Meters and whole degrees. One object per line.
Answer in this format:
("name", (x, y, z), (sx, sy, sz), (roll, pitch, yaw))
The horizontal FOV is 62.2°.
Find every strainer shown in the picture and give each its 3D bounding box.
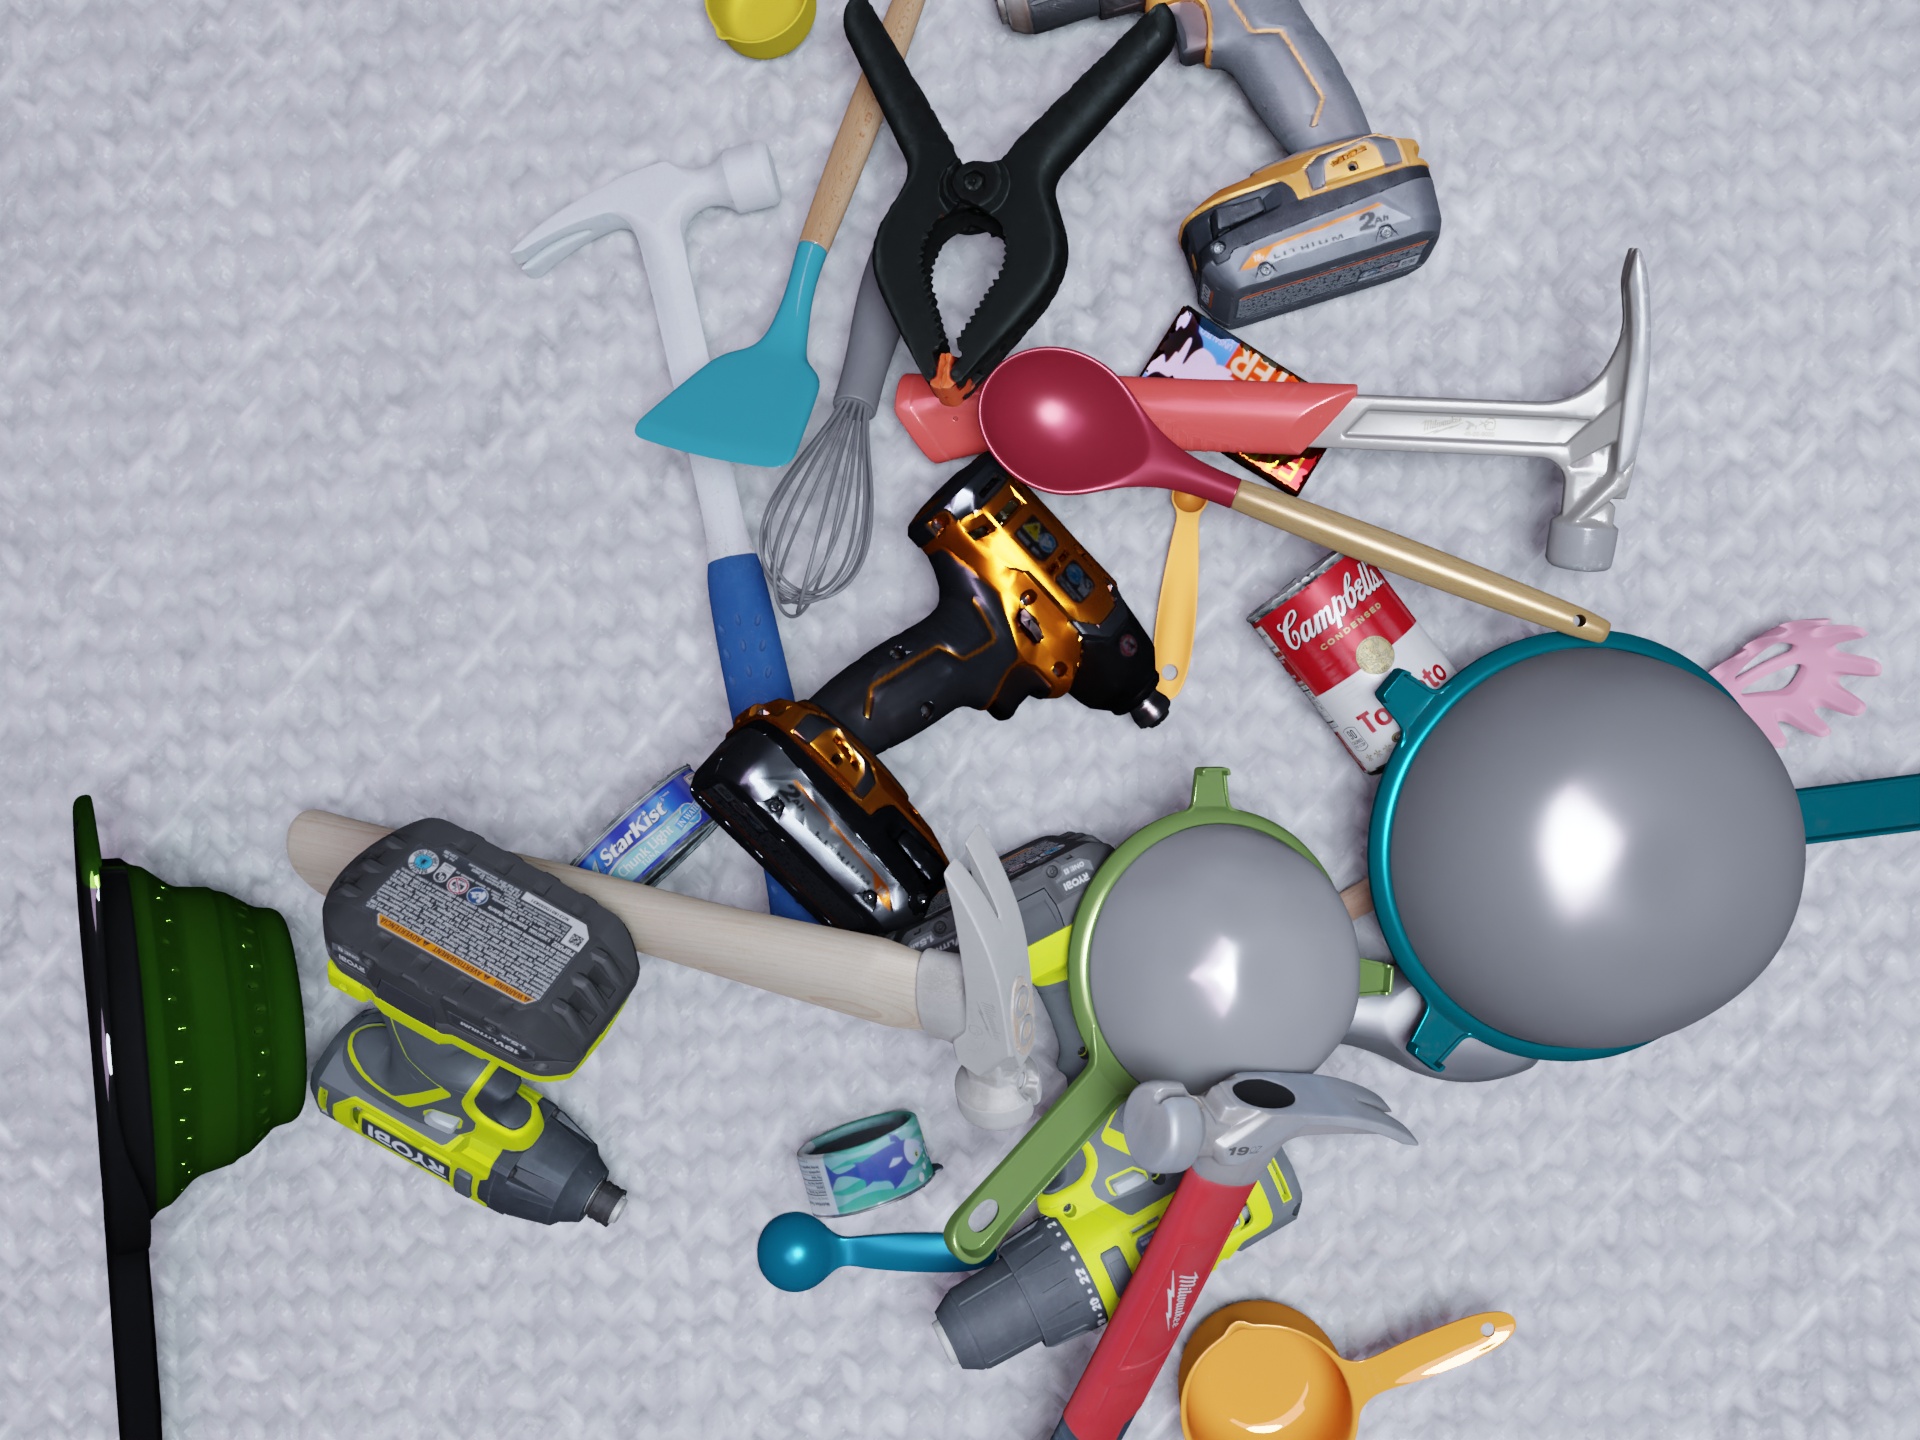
("strainer", (0.367, 0.057, 0.736), (0.340, 0.095, 0.211), (-7, 95, -5))
("strainer", (0.093, 0.151, 0.720), (0.256, 0.069, 0.151), (-44, 101, -16))

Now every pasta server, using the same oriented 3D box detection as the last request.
("pasta server", (0.309, 0.037, 0.808), (0.316, 0.040, 0.060), (-29, 105, 4))

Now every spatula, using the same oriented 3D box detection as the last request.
("spatula", (-0.067, -0.265, 0.797), (0.082, 0.044, 0.317), (15, 77, 16))

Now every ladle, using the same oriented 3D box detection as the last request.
("ladle", (0.157, -0.101, 0.760), (0.315, 0.031, 0.069), (22, 96, 7))

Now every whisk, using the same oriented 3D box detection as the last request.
("whisk", (-0.055, -0.159, 0.796), (0.055, 0.055, 0.239), (12, 69, 3))

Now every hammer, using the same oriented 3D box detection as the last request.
("hammer", (0.144, -0.159, 0.784), (0.359, 0.037, 0.149), (5, 107, 13))
("hammer", (0.082, 0.328, 0.764), (0.143, 0.038, 0.386), (8, 116, -28))
("hammer", (-0.125, -0.091, 0.816), (0.144, 0.035, 0.405), (-14, 83, 4))
("hammer", (-0.159, 0.083, 0.740), (0.411, 0.038, 0.146), (9, 128, 24))

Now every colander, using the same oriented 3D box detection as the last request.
("colander", (-0.392, 0.233, 0.823), (0.094, 0.205, 0.397), (-5, 108, -30))

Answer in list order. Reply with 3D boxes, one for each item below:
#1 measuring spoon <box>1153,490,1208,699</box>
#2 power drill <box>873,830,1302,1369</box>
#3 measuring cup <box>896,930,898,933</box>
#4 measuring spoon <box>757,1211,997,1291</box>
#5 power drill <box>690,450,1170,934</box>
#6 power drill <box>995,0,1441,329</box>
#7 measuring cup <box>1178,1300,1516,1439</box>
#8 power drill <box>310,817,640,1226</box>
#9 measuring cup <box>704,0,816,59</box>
("measuring spoon", (0.115, -0.069, 0.835), (0.021, 0.011, 0.117), (6, 94, 2))
("power drill", (0.042, 0.189, 0.783), (0.190, 0.080, 0.228), (-25, 94, -12))
("measuring cup", (-0.016, 0.099, 0.826), (0.167, 0.038, 0.083), (12, 91, 6))
("measuring spoon", (-0.045, 0.283, 0.837), (0.128, 0.021, 0.042), (-1, 90, 5))
("power drill", (-0.001, -0.002, 0.772), (0.164, 0.084, 0.226), (45, 66, -10))
("power drill", (0.128, -0.318, 0.800), (0.185, 0.084, 0.226), (-16, 85, 5))
("measuring cup", (0.193, 0.327, 0.809), (0.173, 0.052, 0.095), (-21, 89, 1))
("power drill", (-0.229, 0.161, 0.767), (0.171, 0.223, 0.080), (27, 47, 5))
("measuring cup", (-0.140, -0.406, 0.847), (0.156, 0.029, 0.062), (40, 92, 14))
